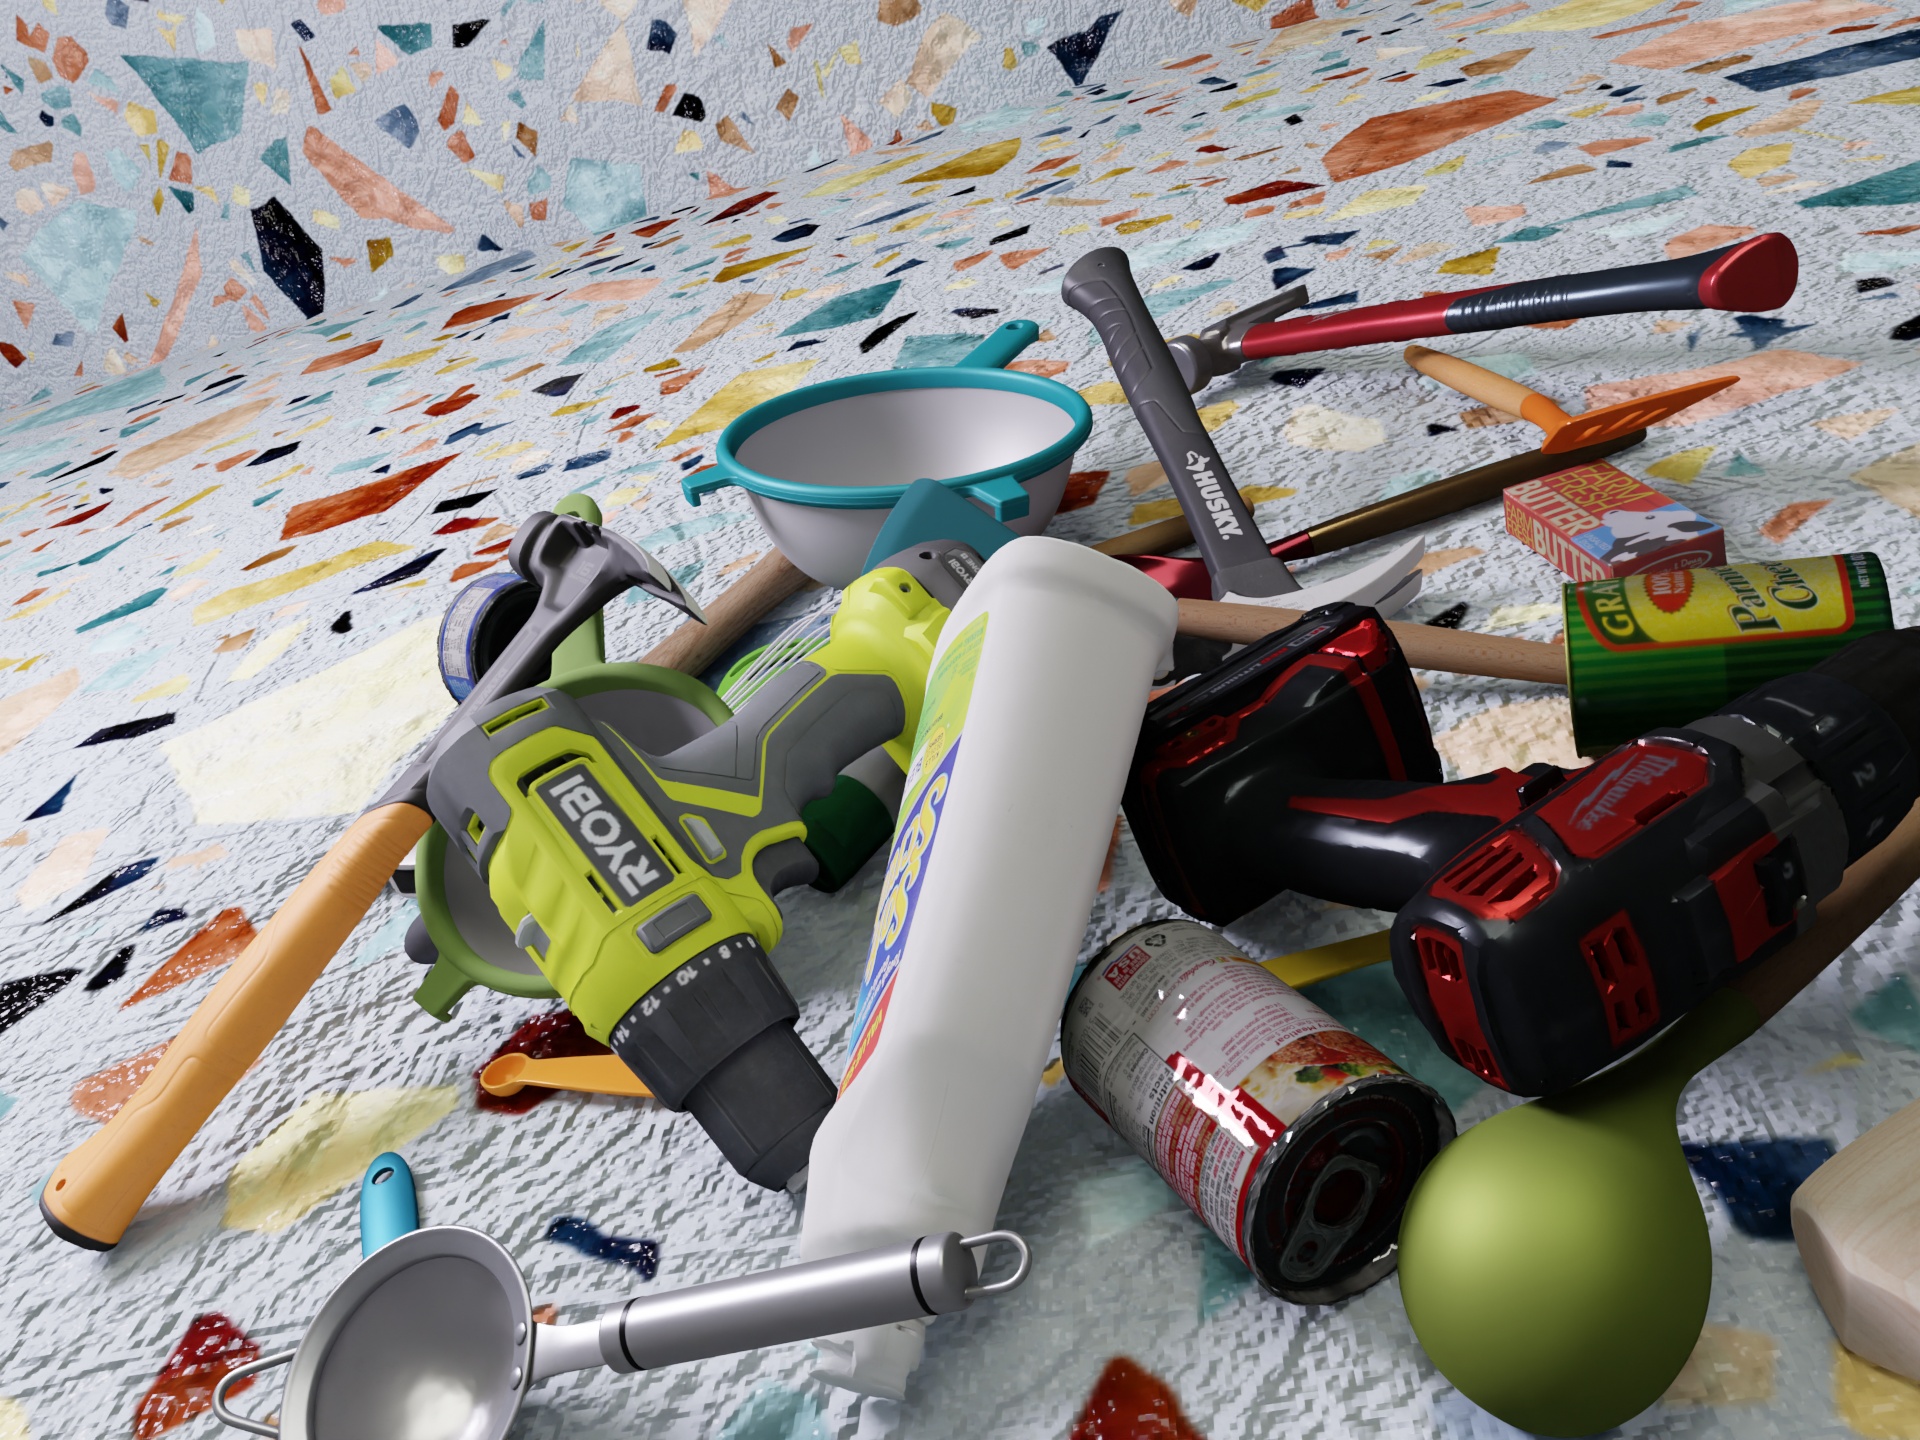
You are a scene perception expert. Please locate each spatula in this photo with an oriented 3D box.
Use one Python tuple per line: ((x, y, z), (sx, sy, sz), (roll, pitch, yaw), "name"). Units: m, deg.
((0.294, -0.180, 0.844), (0.081, 0.041, 0.323), (-15, 22, 1), "spatula")
((0.116, -0.048, 0.674), (0.317, 0.044, 0.082), (9, 50, 19), "spatula")

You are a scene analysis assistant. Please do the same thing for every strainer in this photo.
((-0.095, 0.171, 0.435), (0.258, 0.050, 0.087), (-19, 51, 22), "strainer")
((-0.008, -0.157, 0.961), (0.211, 0.095, 0.340), (5, 29, 18), "strainer")
((-0.155, 0.012, 0.699), (0.151, 0.069, 0.257), (-17, 55, 8), "strainer")

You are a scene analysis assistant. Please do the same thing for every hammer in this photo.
((0.117, -0.150, 0.821), (0.146, 0.035, 0.335), (-14, 47, -1), "hammer")
((0.369, 0.038, 0.440), (0.410, 0.038, 0.146), (-34, 33, -26), "hammer")
((-0.233, 0.060, 0.624), (0.127, 0.034, 0.337), (23, 73, 49), "hammer")
((0.296, -0.243, 0.930), (0.143, 0.038, 0.386), (-30, 22, -30), "hammer")
((-0.177, -0.012, 0.864), (0.130, 0.031, 0.331), (2, 34, 35), "hammer")

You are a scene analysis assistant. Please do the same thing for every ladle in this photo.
((0.236, 0.080, 0.449), (0.320, 0.062, 0.078), (-28, 10, -31), "ladle")
((0.198, -0.099, 0.800), (0.315, 0.031, 0.069), (-18, 39, -4), "ladle")

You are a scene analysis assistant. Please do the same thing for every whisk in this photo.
((-0.134, 0.027, 0.748), (0.284, 0.070, 0.070), (-34, 31, -18), "whisk")

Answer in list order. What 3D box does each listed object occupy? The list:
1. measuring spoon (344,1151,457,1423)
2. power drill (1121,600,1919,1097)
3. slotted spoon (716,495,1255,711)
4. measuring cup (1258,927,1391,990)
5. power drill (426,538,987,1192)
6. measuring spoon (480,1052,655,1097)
((-0.196, 0.181, 0.536), (0.042, 0.021, 0.129), (-24, 29, -11), "measuring spoon")
((0.168, 0.017, 0.489), (0.188, 0.080, 0.227), (-29, 18, -16), "power drill")
((0.012, -0.063, 0.850), (0.313, 0.031, 0.070), (-20, 25, -7), "slotted spoon")
((0.128, 0.088, 0.516), (0.156, 0.029, 0.062), (-20, 16, 24), "measuring cup")
((-0.049, 0.042, 0.583), (0.228, 0.080, 0.191), (-31, 73, -35), "power drill")
((-0.128, 0.136, 0.595), (0.117, 0.011, 0.021), (-3, 30, 20), "measuring spoon")
